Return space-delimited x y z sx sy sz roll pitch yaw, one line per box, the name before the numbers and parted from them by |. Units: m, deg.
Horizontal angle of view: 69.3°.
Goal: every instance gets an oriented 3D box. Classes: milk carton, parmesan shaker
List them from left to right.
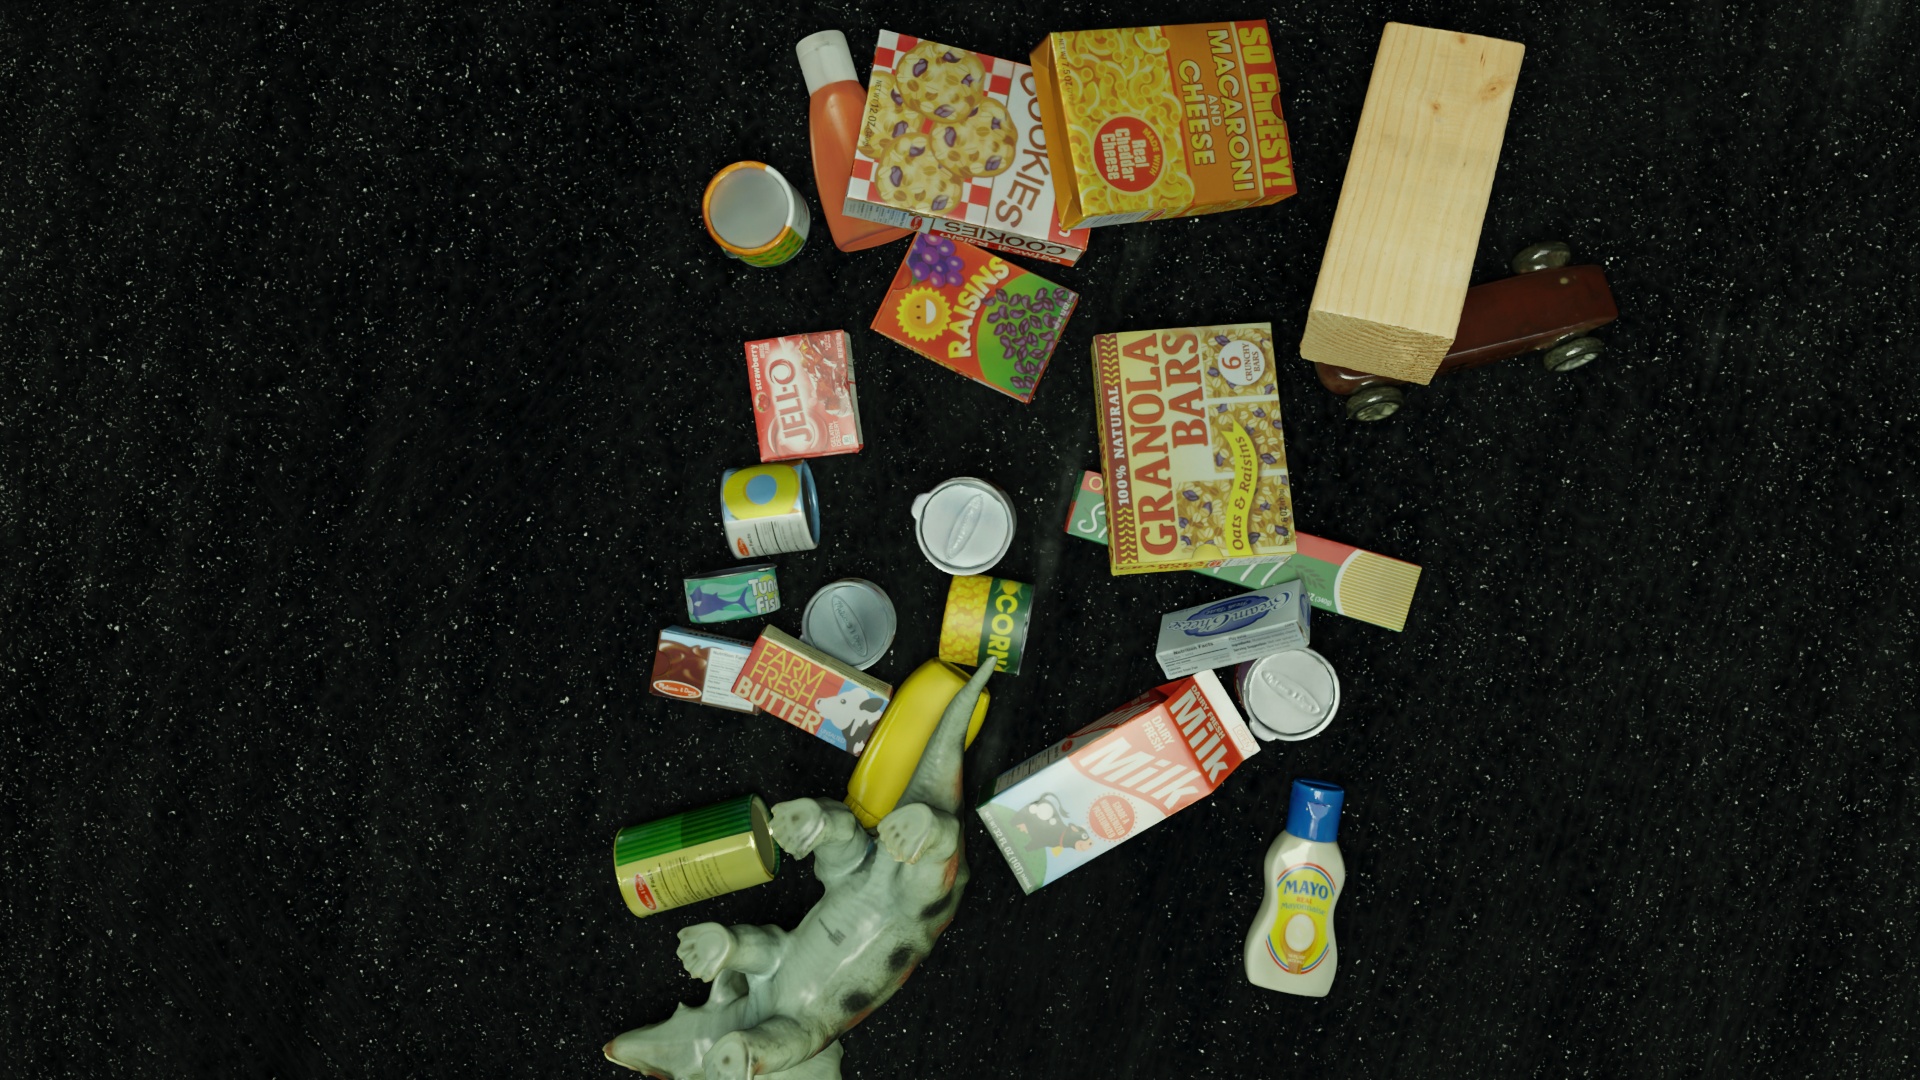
parmesan shaker | -0.189 0.230 1.010 0.103 0.071 0.071 -16 92 4
milk carton | 0.111 0.165 0.980 0.190 0.073 0.072 -31 90 5

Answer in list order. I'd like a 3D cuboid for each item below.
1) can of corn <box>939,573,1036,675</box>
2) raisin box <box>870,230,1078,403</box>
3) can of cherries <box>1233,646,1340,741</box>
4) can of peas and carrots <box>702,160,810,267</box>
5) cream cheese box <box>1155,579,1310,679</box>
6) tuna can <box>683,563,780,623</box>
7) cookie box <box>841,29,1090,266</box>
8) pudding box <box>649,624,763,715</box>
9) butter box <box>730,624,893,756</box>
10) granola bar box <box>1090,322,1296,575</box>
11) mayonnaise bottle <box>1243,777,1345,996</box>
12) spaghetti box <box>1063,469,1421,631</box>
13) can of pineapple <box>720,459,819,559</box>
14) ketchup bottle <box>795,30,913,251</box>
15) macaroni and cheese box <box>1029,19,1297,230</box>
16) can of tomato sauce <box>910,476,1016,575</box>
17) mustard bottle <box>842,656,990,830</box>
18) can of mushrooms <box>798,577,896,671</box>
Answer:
can of corn | 0.019 0.058 0.983 0.058 0.071 0.071 10 94 4
raisin box | 0.011 -0.161 0.990 0.123 0.040 0.086 26 95 3
can of cherries | 0.226 0.104 0.977 0.071 0.058 0.071 0 94 3
can of peas and carrots | -0.147 -0.230 0.988 0.071 0.059 0.071 0 92 4
cream cheese box | 0.190 0.062 0.964 0.103 0.054 0.024 -17 115 23
tuna can | -0.161 0.037 0.997 0.071 0.071 0.033 -8 94 5
cookie box | 0.013 -0.269 0.957 0.167 0.040 0.123 11 82 -8
pudding box | -0.181 0.094 1.020 0.084 0.030 0.049 11 95 4
butter box | -0.105 0.106 0.986 0.103 0.024 0.053 27 106 -4
granola bar box | 0.159 -0.064 0.962 0.124 0.039 0.166 -4 79 0
mayonnaise bottle | 0.243 0.246 0.991 0.065 0.041 0.148 9 94 5
spaghetti box | 0.198 0.006 0.989 0.250 0.029 0.050 16 93 3
can of pineapple | -0.135 -0.024 0.994 0.058 0.071 0.071 -7 92 4
ketchup bottle | -0.079 -0.285 0.988 0.065 0.043 0.148 -17 91 -1
macaroni and cheese box | 0.140 -0.283 0.943 0.167 0.040 0.123 -11 91 -19
can of tomato sauce | 0.003 -0.012 0.975 0.071 0.083 0.071 0 93 4
mustard bottle | -0.043 0.161 1.004 0.065 0.049 0.160 35 96 0
can of mushrooms | -0.082 0.062 1.010 0.071 0.033 0.071 0 93 4
